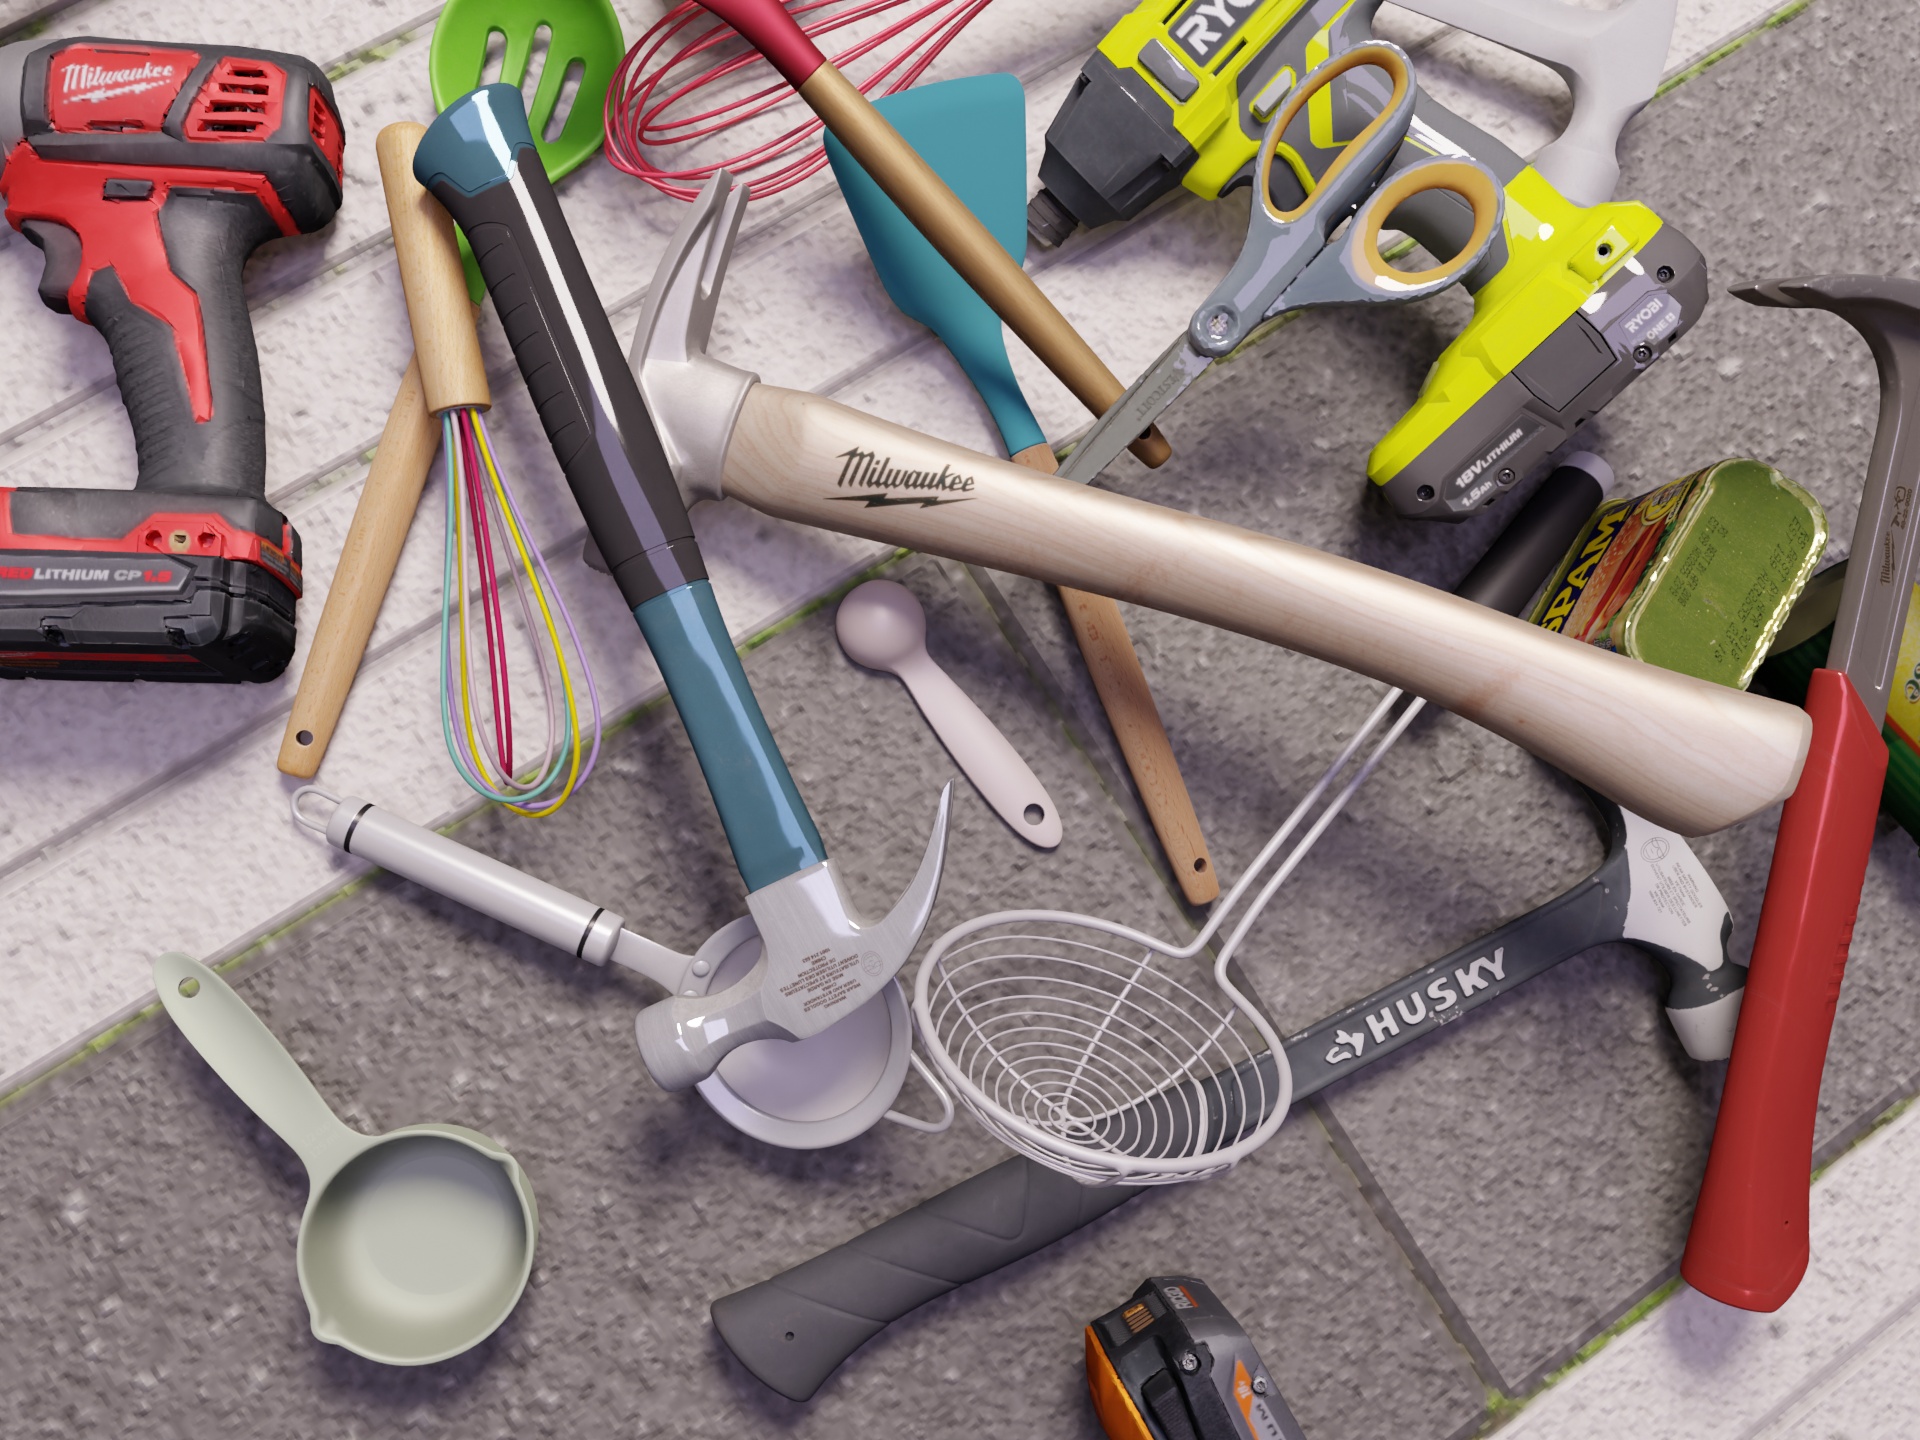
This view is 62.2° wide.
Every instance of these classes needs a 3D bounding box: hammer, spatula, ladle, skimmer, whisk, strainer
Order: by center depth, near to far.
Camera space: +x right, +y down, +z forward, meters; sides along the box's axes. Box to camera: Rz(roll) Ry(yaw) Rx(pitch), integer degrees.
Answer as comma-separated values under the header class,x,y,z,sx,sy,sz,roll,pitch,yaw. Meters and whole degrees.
class,x,y,z,sx,sy,sz,roll,pitch,yaw
hammer,-0.103,-0.053,0.529,0.128,0.033,0.331,-23,88,1
hammer,0.077,-0.062,0.539,0.410,0.038,0.146,19,99,8
ladle,-0.031,-0.203,0.547,0.069,0.031,0.315,-46,107,-2
whisk,-0.174,-0.085,0.555,0.051,0.047,0.245,-12,91,-31
hammer,0.299,0.032,0.558,0.149,0.037,0.359,6,97,-25
strainer,-0.118,0.078,0.561,0.258,0.050,0.087,24,102,1
skimmer,0.131,0.011,0.563,0.127,0.090,0.363,32,70,30
hammer,0.101,0.135,0.588,0.409,0.036,0.149,-24,87,-9
whisk,0.002,-0.273,0.588,0.296,0.073,0.073,-27,88,-2
spatula,0.037,-0.079,0.595,0.082,0.044,0.317,-22,90,-19
hammer,0.090,-0.331,0.627,0.405,0.035,0.144,19,96,-3

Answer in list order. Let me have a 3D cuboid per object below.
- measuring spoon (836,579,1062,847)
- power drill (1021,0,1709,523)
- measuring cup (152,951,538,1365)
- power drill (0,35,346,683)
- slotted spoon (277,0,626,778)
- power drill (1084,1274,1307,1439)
class,x,y,z,sx,sy,sz,roll,pitch,yaw
measuring spoon,-0.001,-0.002,0.597,0.034,0.018,0.124,-39,91,-10
power drill,0.145,-0.187,0.595,0.223,0.080,0.171,46,108,1
measuring cup,-0.212,0.142,0.543,0.083,0.038,0.167,-42,89,-10
power drill,-0.293,-0.127,0.543,0.143,0.078,0.220,1,81,-8
slotted spoon,-0.193,-0.130,0.580,0.070,0.031,0.314,18,84,-14
power drill,0.009,0.285,0.537,0.226,0.084,0.164,-30,88,-6
